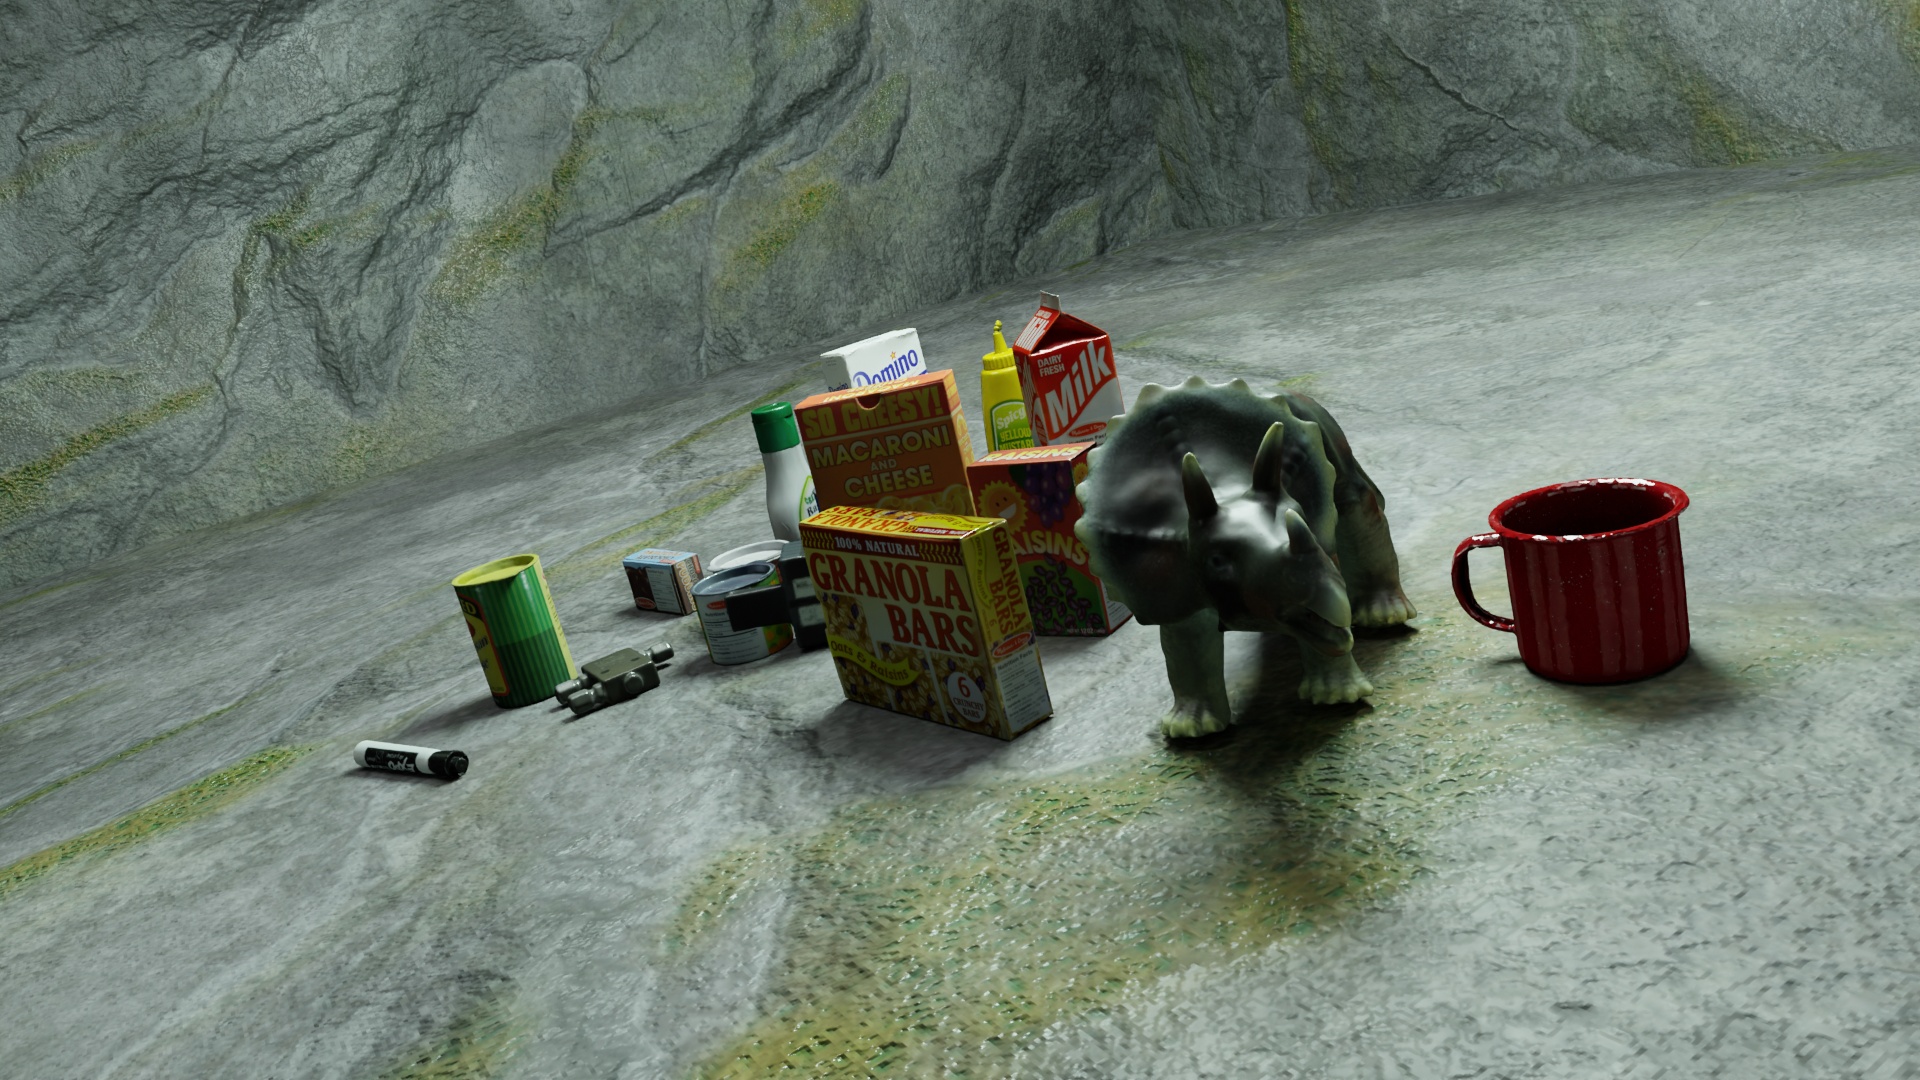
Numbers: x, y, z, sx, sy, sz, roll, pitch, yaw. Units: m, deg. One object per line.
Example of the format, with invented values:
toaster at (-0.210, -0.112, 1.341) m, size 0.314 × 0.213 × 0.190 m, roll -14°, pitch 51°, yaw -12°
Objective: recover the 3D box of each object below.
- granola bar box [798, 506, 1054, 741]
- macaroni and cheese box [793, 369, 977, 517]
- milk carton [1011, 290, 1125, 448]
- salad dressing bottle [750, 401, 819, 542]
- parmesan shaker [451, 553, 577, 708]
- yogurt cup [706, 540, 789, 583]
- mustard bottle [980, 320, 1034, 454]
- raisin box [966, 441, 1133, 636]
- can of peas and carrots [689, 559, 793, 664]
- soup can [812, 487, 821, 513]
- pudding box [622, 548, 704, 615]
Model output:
granola bar box at (-0.026, 0.046, 0.841) m, size 0.039 × 0.124 × 0.165 m, roll -25°, pitch 19°, yaw -36°
macaroni and cheese box at (-0.048, -0.039, 1.080) m, size 0.123 × 0.166 × 0.040 m, roll -10°, pitch 15°, yaw 15°
milk carton at (0.096, -0.120, 1.200) m, size 0.073 × 0.190 × 0.072 m, roll -16°, pitch 15°, yaw -7°
salad dressing bottle at (-0.151, -0.049, 1.242) m, size 0.044 × 0.147 × 0.064 m, roll -7°, pitch 16°, yaw 24°
parmesan shaker at (-0.342, 0.070, 1.069) m, size 0.071 × 0.102 × 0.071 m, roll -13°, pitch 15°, yaw 4°
yogurt cup at (-0.165, 0.035, 1.132) m, size 0.072 × 0.053 × 0.072 m, roll -13°, pitch 15°, yaw 4°
mustard bottle at (0.049, -0.133, 1.343) m, size 0.065 × 0.159 × 0.049 m, roll -11°, pitch 15°, yaw 10°
raisin box at (0.060, 0.000, 0.930) m, size 0.086 × 0.123 × 0.040 m, roll -2°, pitch 19°, yaw 37°
can of peas and carrots at (-0.164, 0.054, 1.055) m, size 0.071 × 0.058 × 0.071 m, roll -13°, pitch 15°, yaw 4°
soup can at (-0.081, -0.010, 1.164) m, size 0.071 × 0.083 × 0.071 m, roll -13°, pitch 15°, yaw 4°
pudding box at (-0.259, 0.036, 1.221) m, size 0.030 × 0.049 × 0.083 m, roll -27°, pitch 20°, yaw -40°
